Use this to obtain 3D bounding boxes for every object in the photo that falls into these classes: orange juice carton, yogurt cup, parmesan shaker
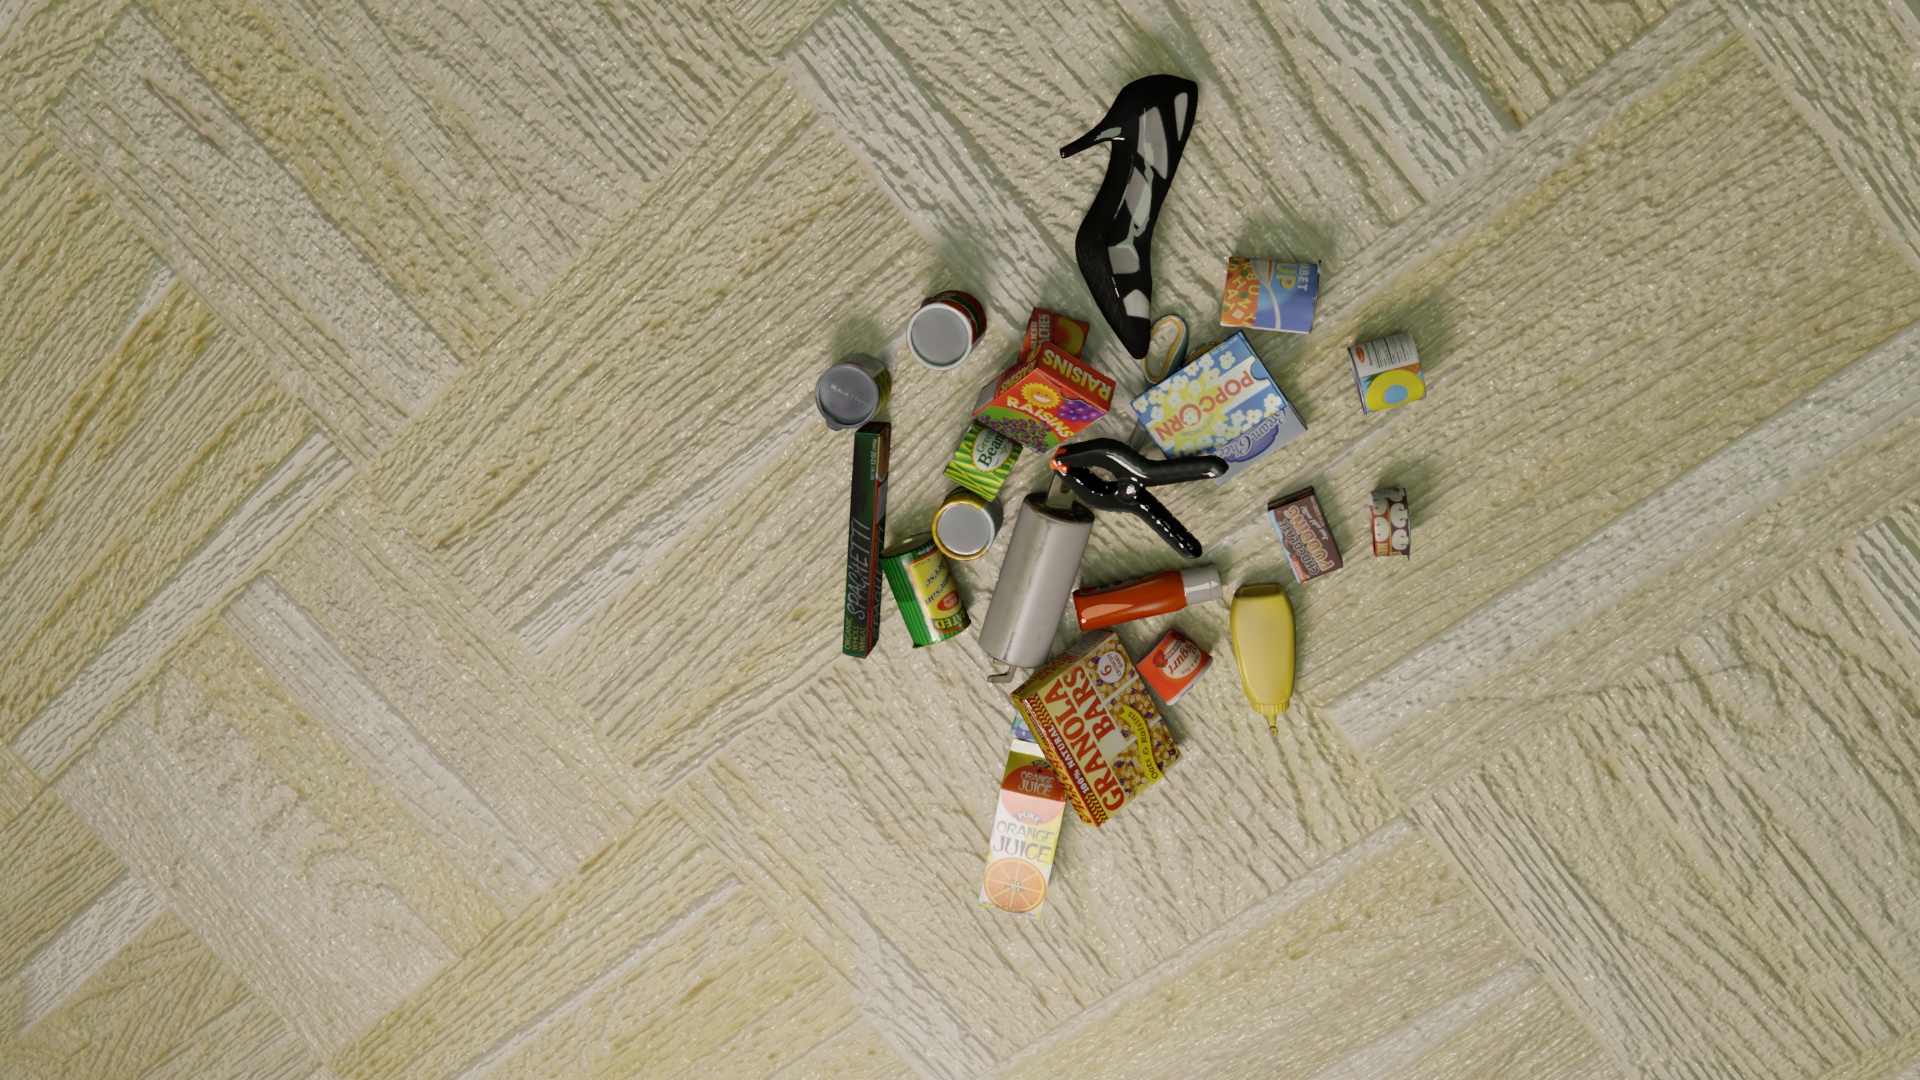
[{"bbox_3d":[0.073,0.306,1.506,0.072,0.073,0.192,12,109,7],"label":"orange juice carton"},{"bbox_3d":[0.218,0.127,1.428,0.054,0.072,0.072,43,110,3],"label":"yogurt cup"},{"bbox_3d":[-0.039,0.052,1.446,0.071,0.071,0.103,-18,104,15],"label":"parmesan shaker"}]

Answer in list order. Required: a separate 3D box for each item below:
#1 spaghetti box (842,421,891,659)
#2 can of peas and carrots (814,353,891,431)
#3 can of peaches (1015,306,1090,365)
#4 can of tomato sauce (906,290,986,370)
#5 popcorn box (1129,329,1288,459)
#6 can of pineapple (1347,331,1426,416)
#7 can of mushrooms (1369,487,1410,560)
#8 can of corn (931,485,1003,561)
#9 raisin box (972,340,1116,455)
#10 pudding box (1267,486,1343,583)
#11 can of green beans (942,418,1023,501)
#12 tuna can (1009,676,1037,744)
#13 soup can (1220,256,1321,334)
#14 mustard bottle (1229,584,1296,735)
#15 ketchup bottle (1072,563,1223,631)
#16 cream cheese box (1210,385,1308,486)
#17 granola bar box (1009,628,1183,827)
[{"bbox_3d":[-0.098,0.001,1.452,0.029,0.050,0.249,8,109,10],"label":"spaghetti box"},{"bbox_3d":[-0.108,-0.149,1.401,0.071,0.059,0.070,3,109,10],"label":"can of peas and carrots"},{"bbox_3d":[0.090,-0.188,1.347,0.058,0.071,0.071,17,110,3],"label":"can of peaches"},{"bbox_3d":[-0.015,-0.207,1.353,0.071,0.083,0.071,3,108,9],"label":"can of tomato sauce"},{"bbox_3d":[0.238,-0.133,1.331,0.126,0.038,0.085,-33,92,19],"label":"popcorn box"},{"bbox_3d":[0.400,-0.156,1.304,0.058,0.071,0.071,-15,105,14],"label":"can of pineapple"},{"bbox_3d":[0.416,-0.015,1.344,0.033,0.071,0.070,-4,107,13],"label":"can of mushrooms"},{"bbox_3d":[0.005,-0.018,1.423,0.071,0.058,0.071,3,108,9],"label":"can of corn"},{"bbox_3d":[0.079,-0.135,1.335,0.086,0.040,0.123,29,152,-19],"label":"raisin box"},{"bbox_3d":[0.342,-0.005,1.380,0.049,0.030,0.083,-21,102,17],"label":"pudding box"},{"bbox_3d":[0.023,-0.081,1.395,0.058,0.071,0.071,30,110,-1],"label":"can of green beans"},{"bbox_3d":[0.078,0.180,1.470,0.033,0.071,0.070,20,110,5],"label":"tuna can"},{"bbox_3d":[0.289,-0.232,1.298,0.084,0.071,0.071,7,109,8],"label":"soup can"},{"bbox_3d":[0.311,0.125,1.418,0.065,0.049,0.159,-4,107,12],"label":"mustard bottle"},{"bbox_3d":[0.190,0.057,1.413,0.149,0.065,0.043,-12,88,5],"label":"ketchup bottle"},{"bbox_3d":[0.282,-0.104,1.363,0.103,0.024,0.053,-33,99,18],"label":"cream cheese box"},{"bbox_3d":[0.142,0.193,1.435,0.124,0.039,0.165,-35,105,-19],"label":"granola bar box"}]
